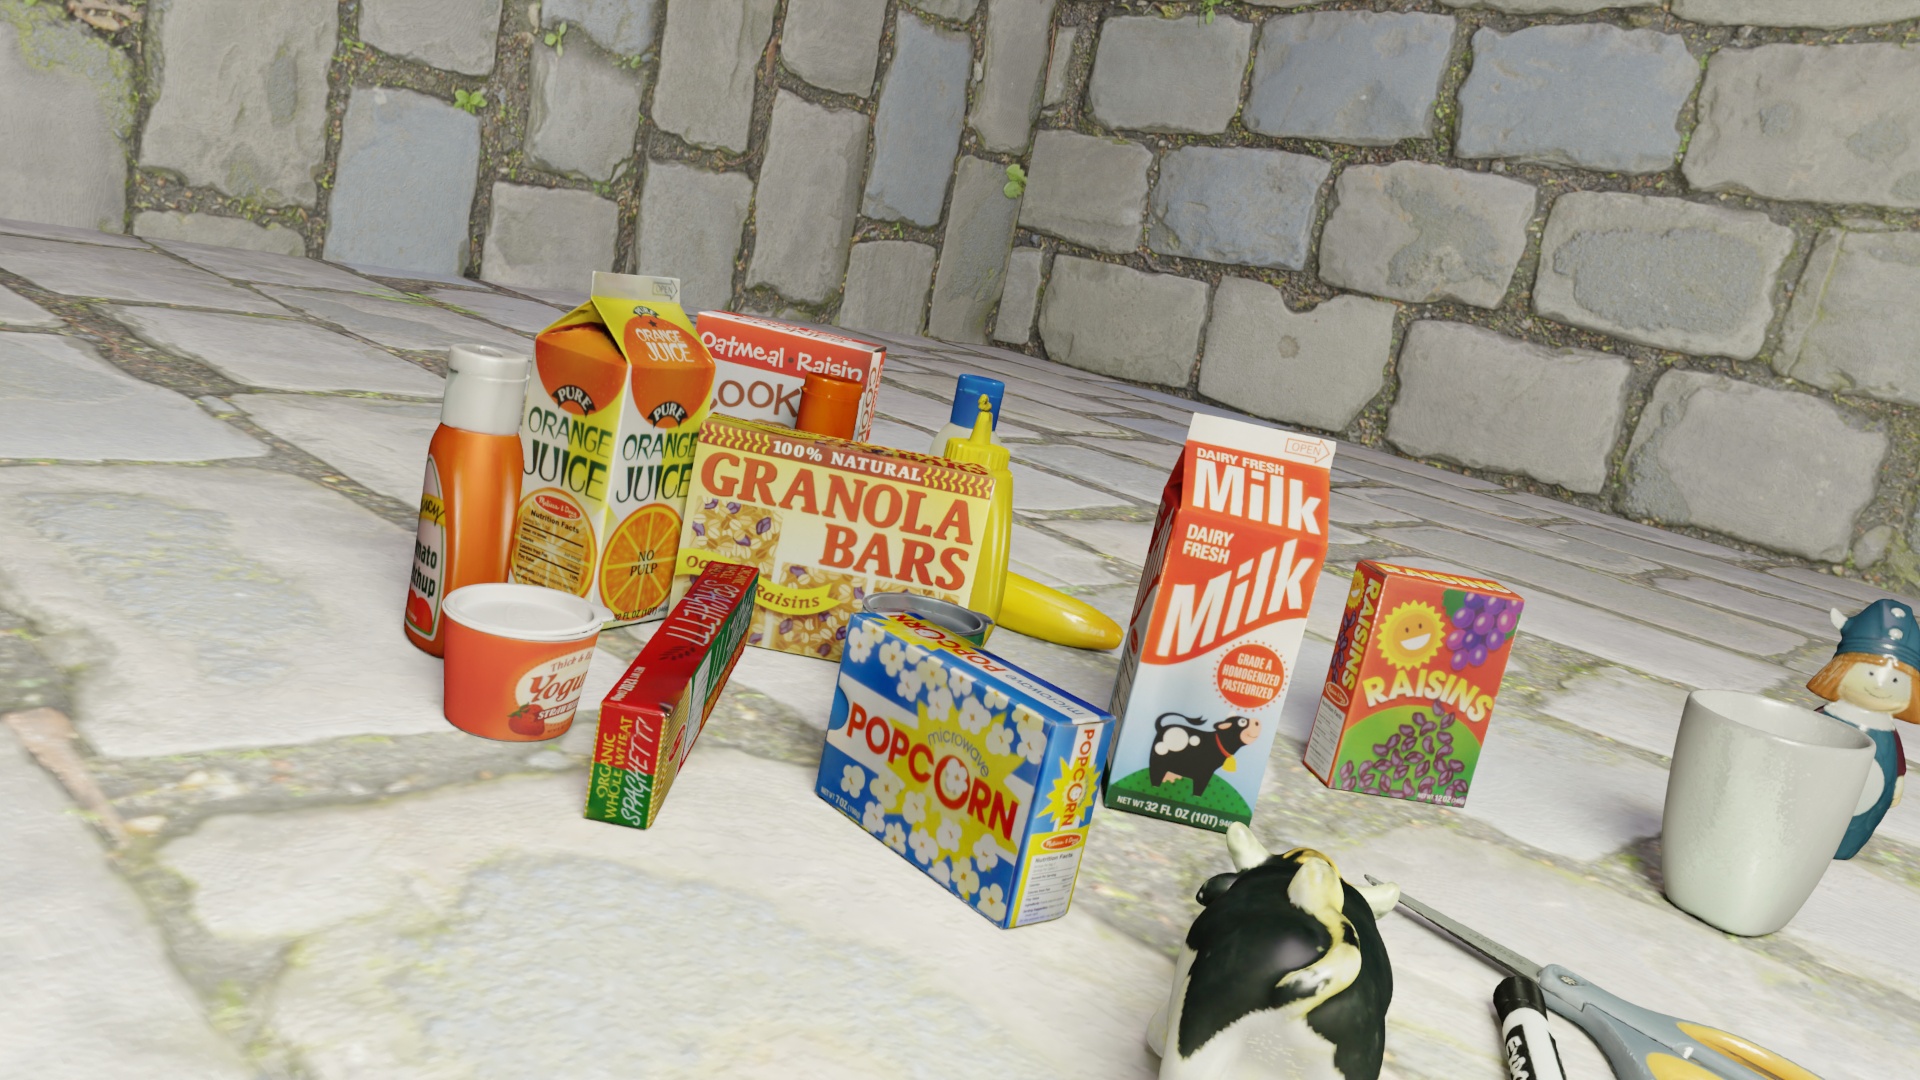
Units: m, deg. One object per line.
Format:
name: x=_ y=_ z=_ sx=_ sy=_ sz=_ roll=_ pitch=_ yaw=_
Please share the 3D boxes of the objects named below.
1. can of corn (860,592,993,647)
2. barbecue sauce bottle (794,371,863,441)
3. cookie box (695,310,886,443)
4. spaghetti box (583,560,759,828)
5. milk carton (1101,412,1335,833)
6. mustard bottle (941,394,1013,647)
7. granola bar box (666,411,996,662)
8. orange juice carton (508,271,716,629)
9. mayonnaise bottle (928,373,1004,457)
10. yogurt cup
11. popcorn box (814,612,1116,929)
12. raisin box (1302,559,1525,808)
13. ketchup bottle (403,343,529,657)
can of corn: x=-0.022 y=0.065 z=0.722 sx=0.071 sy=0.058 sz=0.071 roll=12 pitch=12 yaw=-2
barbecue sauce bottle: x=-0.093 y=-0.030 z=0.871 sx=0.044 sy=0.148 sz=0.065 roll=8 pitch=12 yaw=-19
cookie box: x=-0.128 y=-0.062 z=0.939 sx=0.123 sy=0.167 sz=0.040 roll=13 pitch=11 yaw=7
spaghetti box: x=-0.129 y=0.061 z=0.654 sx=0.029 sy=0.050 sz=0.250 roll=11 pitch=12 yaw=-3
milk carton: x=0.124 y=0.037 z=0.674 sx=0.072 sy=0.190 sz=0.073 roll=12 pitch=11 yaw=0
mustard bottle: x=0.003 y=-0.011 z=0.849 sx=0.065 sy=0.159 sz=0.049 roll=13 pitch=11 yaw=3
granola bar box: x=-0.074 y=0.004 z=0.793 sx=0.166 sy=0.124 sz=0.039 roll=11 pitch=11 yaw=-4
orange juice carton: x=-0.194 y=-0.052 z=0.771 sx=0.073 sy=0.192 sz=0.072 roll=18 pitch=13 yaw=27
mayonnaise bottle: x=0.002 y=-0.052 z=1.069 sx=0.065 sy=0.147 sz=0.041 roll=16 pitch=12 yaw=21
yogurt cup: x=-0.196 y=0.054 z=0.613 sx=0.072 sy=0.053 sz=0.072 roll=11 pitch=12 yaw=-2
popcorn box: x=-0.002 y=0.089 z=0.566 sx=0.038 sy=0.085 sz=0.127 roll=1 pitch=16 yaw=-43
raisin box: x=0.249 y=0.079 z=0.767 sx=0.086 sy=0.123 sz=0.040 roll=10 pitch=12 yaw=-10
ketchup bottle: x=-0.241 y=-0.020 z=0.682 sx=0.043 sy=0.148 sz=0.065 roll=3 pitch=14 yaw=-37
